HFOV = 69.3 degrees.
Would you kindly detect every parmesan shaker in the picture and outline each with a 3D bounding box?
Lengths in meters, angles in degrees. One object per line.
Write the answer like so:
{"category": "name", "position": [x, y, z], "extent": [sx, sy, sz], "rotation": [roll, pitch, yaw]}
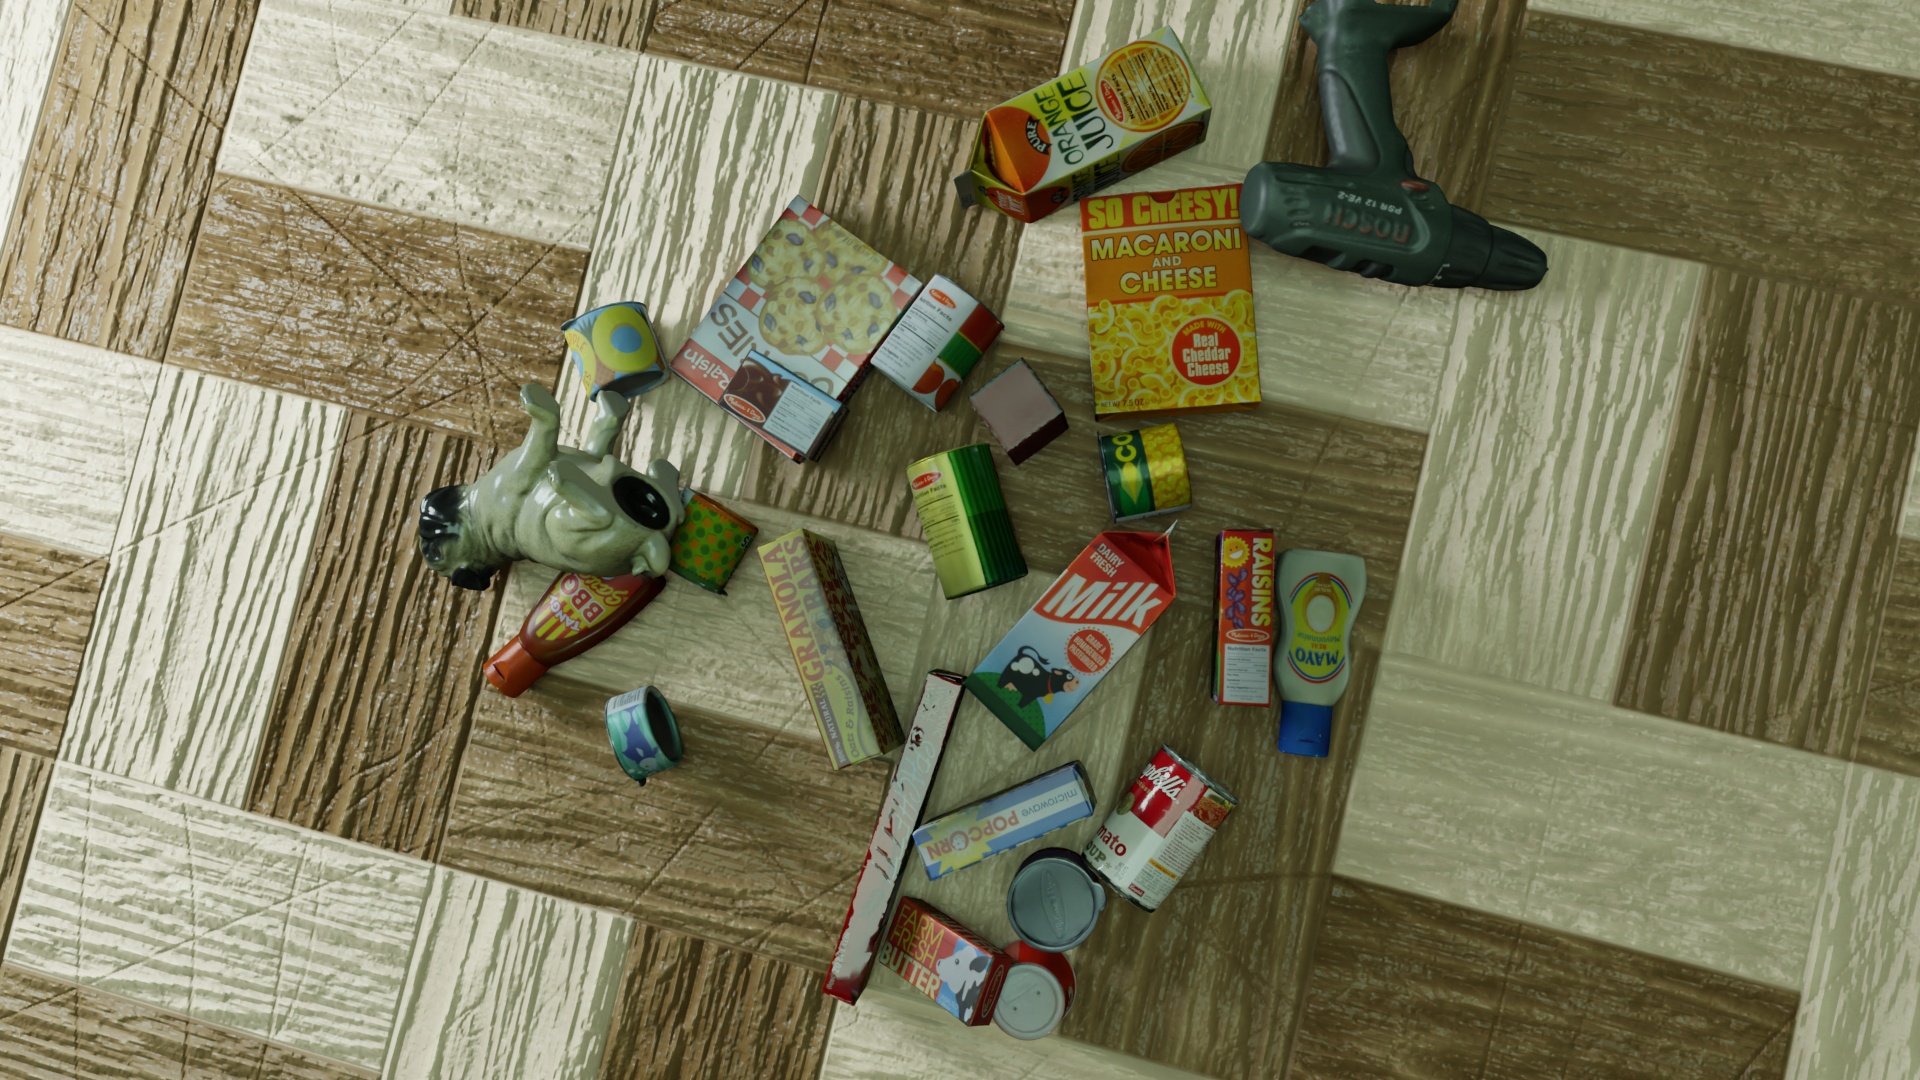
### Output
{"category": "parmesan shaker", "position": [0.004, -0.013, 1.035], "extent": [0.071, 0.071, 0.103], "rotation": [-18, 85, 5]}

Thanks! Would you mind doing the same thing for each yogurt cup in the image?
{"category": "yogurt cup", "position": [0.050, 0.328, 1.009], "extent": [0.072, 0.054, 0.072], "rotation": [0, 85, 6]}

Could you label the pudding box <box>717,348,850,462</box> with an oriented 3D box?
{"category": "pudding box", "position": [-0.131, -0.100, 1.029], "extent": [0.084, 0.030, 0.049], "rotation": [31, 90, 6]}

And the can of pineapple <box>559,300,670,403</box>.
{"category": "can of pineapple", "position": [-0.266, -0.144, 1.069], "extent": [0.071, 0.071, 0.058], "rotation": [-22, 85, 4]}

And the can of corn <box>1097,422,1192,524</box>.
{"category": "can of corn", "position": [0.135, -0.052, 1.021], "extent": [0.058, 0.071, 0.071], "rotation": [-11, 85, 4]}

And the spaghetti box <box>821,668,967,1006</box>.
{"category": "spaghetti box", "position": [-0.047, 0.215, 1.029], "extent": [0.029, 0.050, 0.250], "rotation": [18, 88, 6]}

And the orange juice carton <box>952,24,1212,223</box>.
{"category": "orange juice carton", "position": [0.084, -0.301, 1.043], "extent": [0.193, 0.072, 0.073], "rotation": [-25, 84, 3]}

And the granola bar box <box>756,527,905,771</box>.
{"category": "granola bar box", "position": [-0.092, 0.079, 1.007], "extent": [0.039, 0.124, 0.165], "rotation": [-21, 84, 3]}

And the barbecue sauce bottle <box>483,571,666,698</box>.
{"category": "barbecue sauce bottle", "position": [-0.300, 0.060, 1.070], "extent": [0.148, 0.043, 0.065], "rotation": [-42, 77, 2]}

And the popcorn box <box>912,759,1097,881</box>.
{"category": "popcorn box", "position": [0.034, 0.201, 1.004], "extent": [0.127, 0.085, 0.038], "rotation": [-23, 83, 4]}

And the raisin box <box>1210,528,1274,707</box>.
{"category": "raisin box", "position": [0.203, 0.055, 0.997], "extent": [0.040, 0.086, 0.123], "rotation": [2, 86, 8]}

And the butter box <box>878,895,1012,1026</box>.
{"category": "butter box", "position": [-0.012, 0.303, 1.004], "extent": [0.103, 0.024, 0.053], "rotation": [20, 89, 45]}

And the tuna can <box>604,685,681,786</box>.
{"category": "tuna can", "position": [-0.237, 0.147, 1.046], "extent": [0.033, 0.071, 0.071], "rotation": [-20, 84, 4]}

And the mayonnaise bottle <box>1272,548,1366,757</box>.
{"category": "mayonnaise bottle", "position": [0.257, 0.082, 1.012], "extent": [0.065, 0.041, 0.148], "rotation": [6, 86, 5]}

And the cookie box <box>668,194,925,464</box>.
{"category": "cookie box", "position": [-0.125, -0.161, 1.070], "extent": [0.123, 0.040, 0.167], "rotation": [37, 89, 7]}

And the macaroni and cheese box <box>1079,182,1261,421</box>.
{"category": "macaroni and cheese box", "position": [0.156, -0.178, 1.042], "extent": [0.124, 0.040, 0.166], "rotation": [-4, 86, 5]}

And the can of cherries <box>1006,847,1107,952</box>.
{"category": "can of cherries", "position": [0.071, 0.260, 1.010], "extent": [0.071, 0.058, 0.071], "rotation": [-1, 85, 6]}

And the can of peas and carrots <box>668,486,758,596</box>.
{"category": "can of peas and carrots", "position": [-0.193, 0.001, 1.053], "extent": [0.071, 0.071, 0.058], "rotation": [30, 89, 7]}

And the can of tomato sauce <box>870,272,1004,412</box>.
{"category": "can of tomato sauce", "position": [-0.017, -0.147, 1.046], "extent": [0.071, 0.071, 0.083], "rotation": [37, 91, 7]}

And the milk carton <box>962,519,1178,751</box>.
{"category": "milk carton", "position": [0.094, 0.058, 1.015], "extent": [0.073, 0.072, 0.190], "rotation": [43, 91, 7]}
